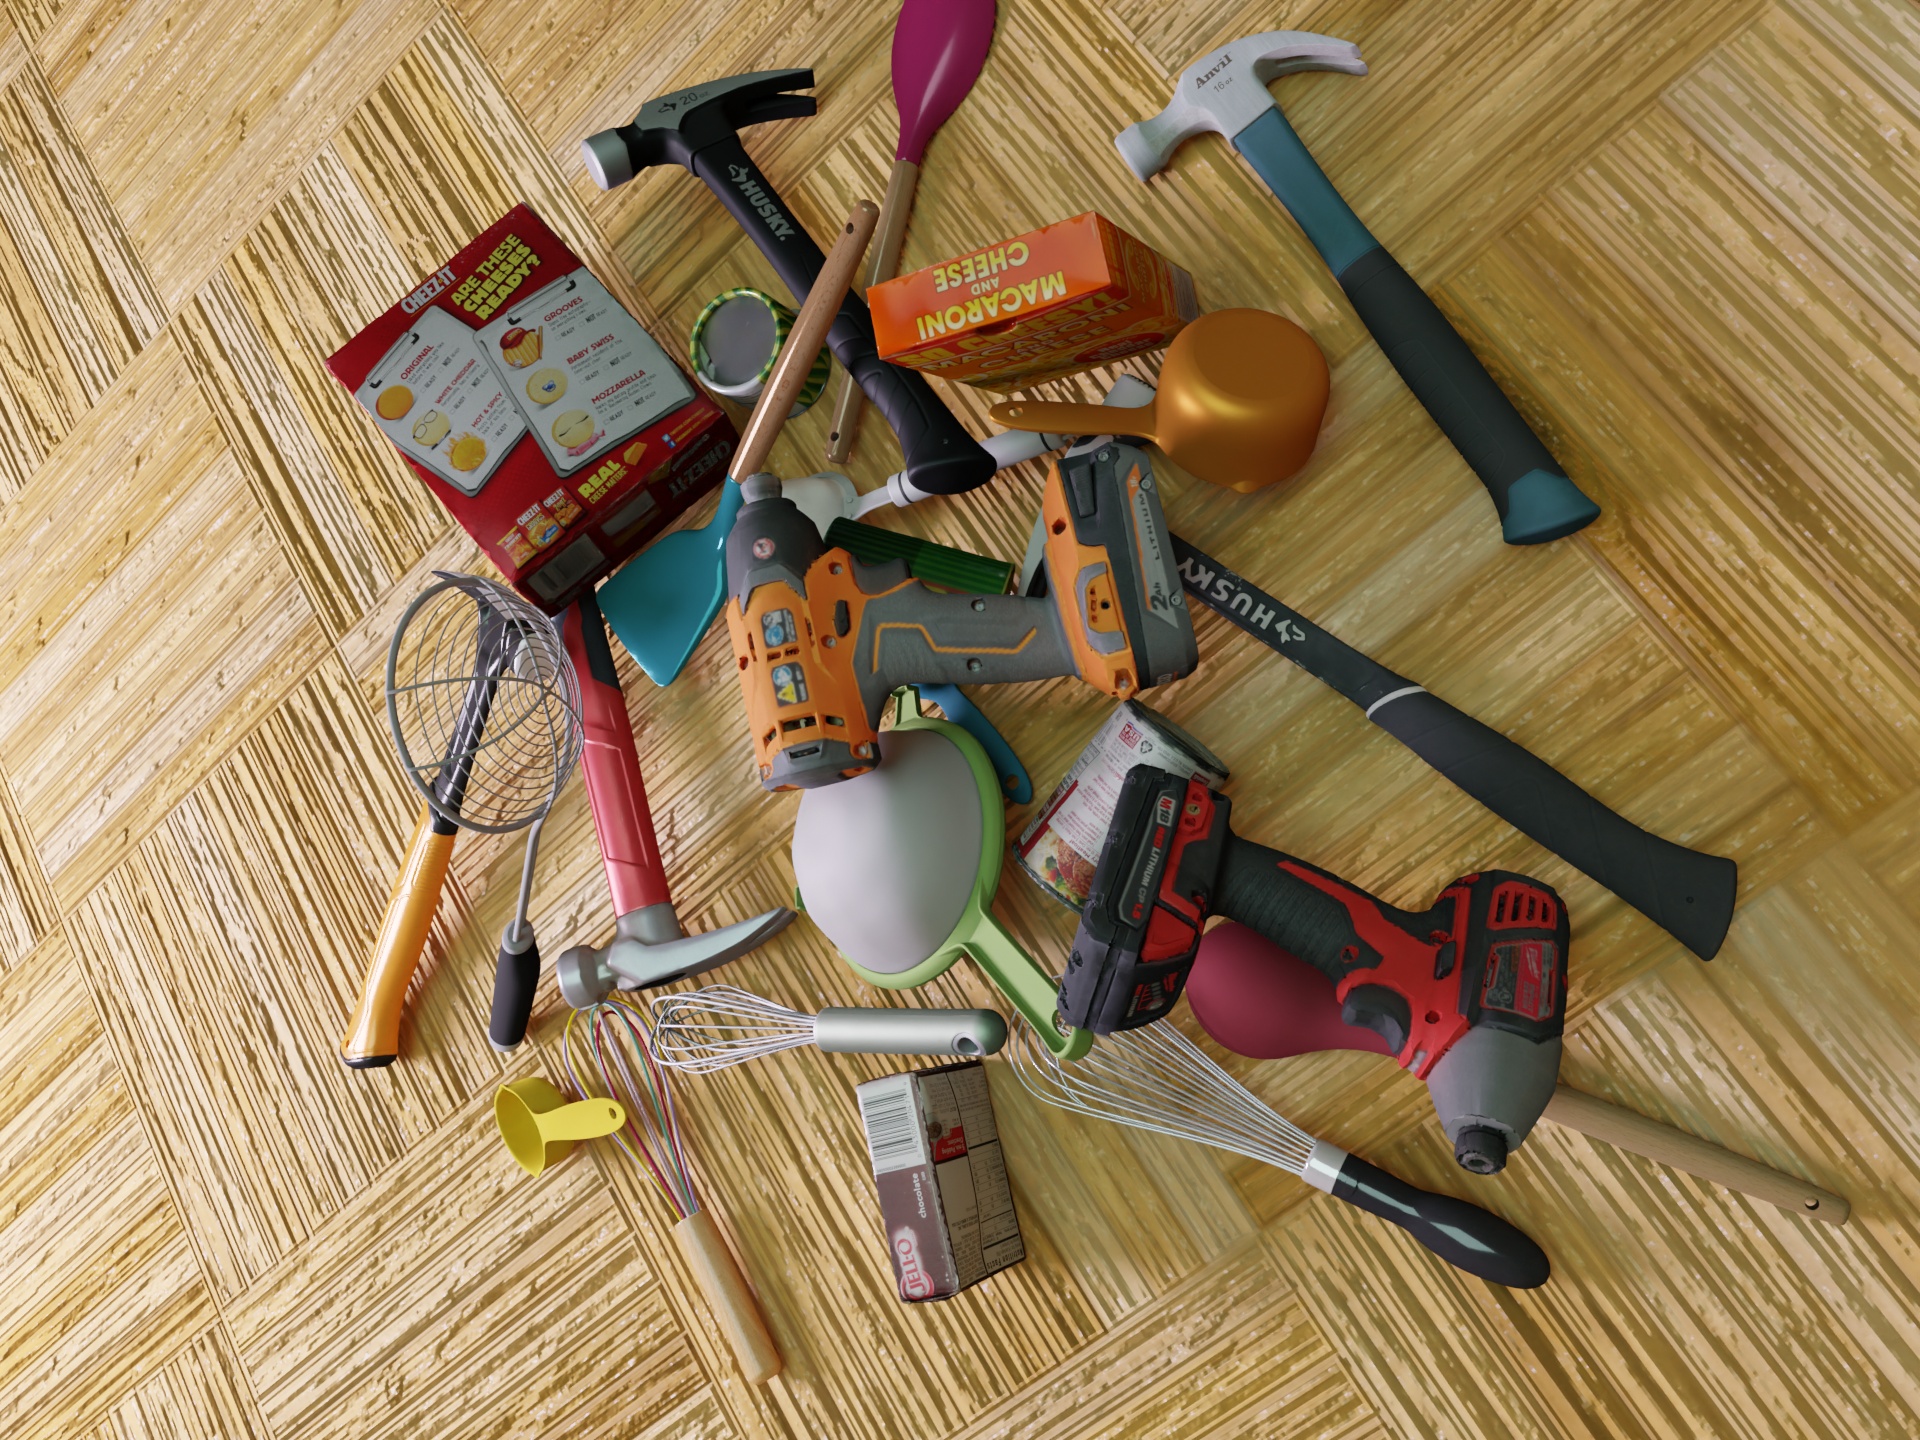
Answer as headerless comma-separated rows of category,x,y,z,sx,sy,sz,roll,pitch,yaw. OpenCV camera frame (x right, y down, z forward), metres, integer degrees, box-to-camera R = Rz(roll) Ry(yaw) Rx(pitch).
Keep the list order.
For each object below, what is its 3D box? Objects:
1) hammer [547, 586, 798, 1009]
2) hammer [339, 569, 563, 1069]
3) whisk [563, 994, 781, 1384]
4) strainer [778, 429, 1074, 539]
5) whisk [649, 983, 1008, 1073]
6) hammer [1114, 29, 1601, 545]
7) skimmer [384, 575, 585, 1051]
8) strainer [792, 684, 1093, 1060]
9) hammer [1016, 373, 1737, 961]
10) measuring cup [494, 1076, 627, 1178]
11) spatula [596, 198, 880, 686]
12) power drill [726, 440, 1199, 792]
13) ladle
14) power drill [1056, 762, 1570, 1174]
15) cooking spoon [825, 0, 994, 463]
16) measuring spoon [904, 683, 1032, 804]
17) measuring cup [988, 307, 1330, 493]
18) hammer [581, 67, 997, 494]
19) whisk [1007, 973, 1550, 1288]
hammer,-0.216,-0.027,0.990,0.143,0.038,0.387,-19,72,6
hammer,-0.341,0.072,1.017,0.127,0.034,0.337,35,110,41
whisk,-0.165,0.270,0.936,0.051,0.047,0.245,-38,73,29
strainer,-0.041,-0.132,0.913,0.258,0.050,0.087,-17,55,26
whisk,-0.080,0.172,0.889,0.246,0.059,0.057,-6,124,32
hammer,0.213,-0.224,0.820,0.128,0.033,0.331,-36,70,18
skimmer,-0.268,0.076,0.884,0.090,0.127,0.363,21,136,-2
strainer,-0.023,0.090,0.819,0.257,0.069,0.151,43,111,49
hammer,0.199,-0.016,0.800,0.409,0.036,0.149,38,101,24
measuring cup,-0.229,0.234,0.944,0.156,0.029,0.062,-22,89,46
spatula,-0.121,-0.153,0.890,0.082,0.044,0.317,51,131,20
power drill,-0.008,-0.067,0.803,0.226,0.084,0.164,-14,82,5
ladle,0.251,0.170,0.758,0.315,0.031,0.069,18,92,24
power drill,0.163,0.113,0.720,0.219,0.078,0.143,17,51,7
cooking spoon,-0.038,-0.310,0.958,0.069,0.017,0.319,13,89,27
measuring spoon,-0.001,-0.003,0.899,0.042,0.021,0.129,-44,66,15
measuring cup,0.102,-0.169,0.809,0.173,0.052,0.095,0,59,-5
hammer,-0.080,-0.255,0.915,0.146,0.035,0.335,-29,66,-14
whisk,0.150,0.207,0.788,0.285,0.070,0.070,24,94,22
